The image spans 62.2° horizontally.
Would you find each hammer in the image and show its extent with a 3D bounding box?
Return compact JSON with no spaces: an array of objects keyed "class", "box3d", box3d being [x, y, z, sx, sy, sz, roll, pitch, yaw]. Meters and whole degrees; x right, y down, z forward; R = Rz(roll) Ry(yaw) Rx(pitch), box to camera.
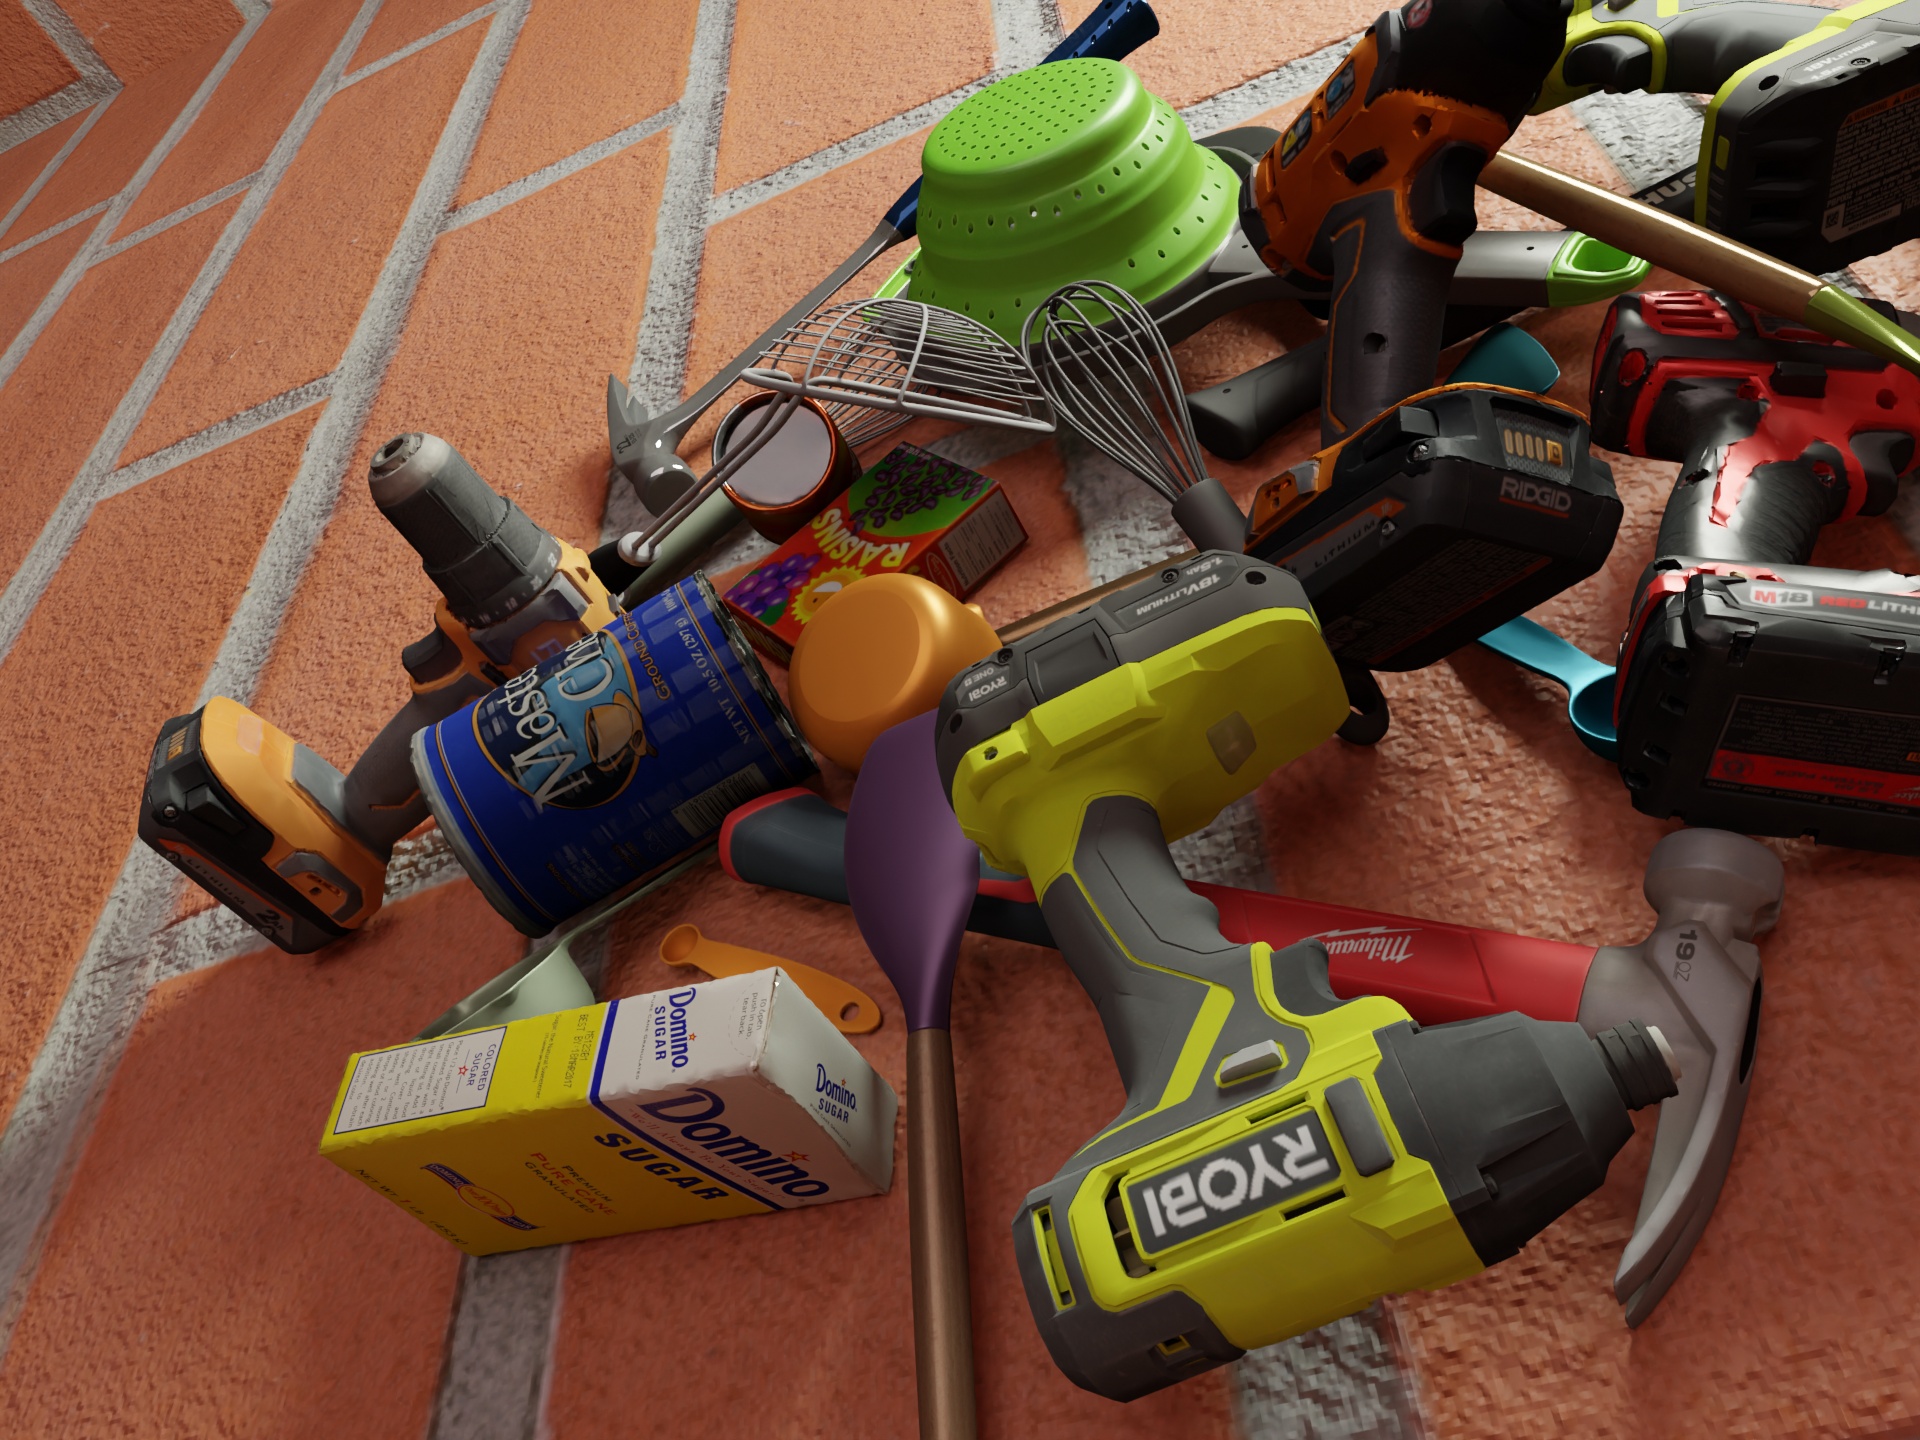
[{"class":"hammer","box3d":[-0.051,-0.284,0.938,0.405,0.035,0.144,-42,40,2]},{"class":"hammer","box3d":[0.057,0.081,0.546,0.386,0.038,0.143,6,55,36]},{"class":"hammer","box3d":[0.256,-0.204,0.710,0.335,0.035,0.146,-24,42,9]}]

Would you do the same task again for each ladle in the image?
[{"class":"ladle","box3d":[0.270,-0.158,0.527,0.078,0.062,0.320,2,31,-32]}]

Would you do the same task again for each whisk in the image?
[{"class":"whisk","box3d":[-0.105,-0.136,0.863,0.246,0.058,0.059,-40,7,-5]},{"class":"whisk","box3d":[0.096,-0.087,0.627,0.055,0.055,0.239,-32,67,0]}]

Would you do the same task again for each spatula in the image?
[{"class":"spatula","box3d":[-0.011,0.128,0.521,0.060,0.018,0.316,-24,50,24]},{"class":"spatula","box3d":[0.094,-0.073,0.673,0.317,0.044,0.082,-23,26,13]}]

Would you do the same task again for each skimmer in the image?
[{"class":"skimmer","box3d":[-0.110,-0.081,0.731,0.363,0.127,0.090,-31,71,41]}]

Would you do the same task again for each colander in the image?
[{"class":"colander","box3d":[0.109,-0.241,0.730,0.397,0.094,0.204,13,54,37]}]

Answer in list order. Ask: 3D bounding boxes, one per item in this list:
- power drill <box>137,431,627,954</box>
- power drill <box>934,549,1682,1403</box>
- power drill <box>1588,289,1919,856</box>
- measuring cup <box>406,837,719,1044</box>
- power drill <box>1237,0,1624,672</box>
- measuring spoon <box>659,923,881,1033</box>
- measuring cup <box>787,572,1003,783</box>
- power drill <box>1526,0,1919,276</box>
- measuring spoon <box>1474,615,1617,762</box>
[{"class":"power drill","box3d":[-0.263,-0.012,0.728,0.226,0.185,0.084,-32,38,4]},{"class":"power drill","box3d":[0.084,0.061,0.468,0.171,0.080,0.223,-26,47,11]},{"class":"power drill","box3d":[0.282,-0.064,0.515,0.143,0.078,0.220,8,46,13]},{"class":"measuring cup","box3d":[-0.150,0.103,0.655,0.167,0.038,0.083,-35,7,-33]},{"class":"power drill","box3d":[0.162,-0.148,0.550,0.164,0.084,0.227,139,138,-61]},{"class":"measuring spoon","box3d":[-0.075,0.104,0.629,0.117,0.011,0.021,13,60,36]},{"class":"measuring cup","box3d":[-0.001,-0.002,0.641,0.174,0.052,0.095,29,86,39]},{"class":"power drill","box3d":[0.286,-0.260,0.643,0.190,0.080,0.229,-23,40,-9]},{"class":"measuring spoon","box3d":[0.211,-0.015,0.568,0.042,0.021,0.129,-26,31,-9]}]
